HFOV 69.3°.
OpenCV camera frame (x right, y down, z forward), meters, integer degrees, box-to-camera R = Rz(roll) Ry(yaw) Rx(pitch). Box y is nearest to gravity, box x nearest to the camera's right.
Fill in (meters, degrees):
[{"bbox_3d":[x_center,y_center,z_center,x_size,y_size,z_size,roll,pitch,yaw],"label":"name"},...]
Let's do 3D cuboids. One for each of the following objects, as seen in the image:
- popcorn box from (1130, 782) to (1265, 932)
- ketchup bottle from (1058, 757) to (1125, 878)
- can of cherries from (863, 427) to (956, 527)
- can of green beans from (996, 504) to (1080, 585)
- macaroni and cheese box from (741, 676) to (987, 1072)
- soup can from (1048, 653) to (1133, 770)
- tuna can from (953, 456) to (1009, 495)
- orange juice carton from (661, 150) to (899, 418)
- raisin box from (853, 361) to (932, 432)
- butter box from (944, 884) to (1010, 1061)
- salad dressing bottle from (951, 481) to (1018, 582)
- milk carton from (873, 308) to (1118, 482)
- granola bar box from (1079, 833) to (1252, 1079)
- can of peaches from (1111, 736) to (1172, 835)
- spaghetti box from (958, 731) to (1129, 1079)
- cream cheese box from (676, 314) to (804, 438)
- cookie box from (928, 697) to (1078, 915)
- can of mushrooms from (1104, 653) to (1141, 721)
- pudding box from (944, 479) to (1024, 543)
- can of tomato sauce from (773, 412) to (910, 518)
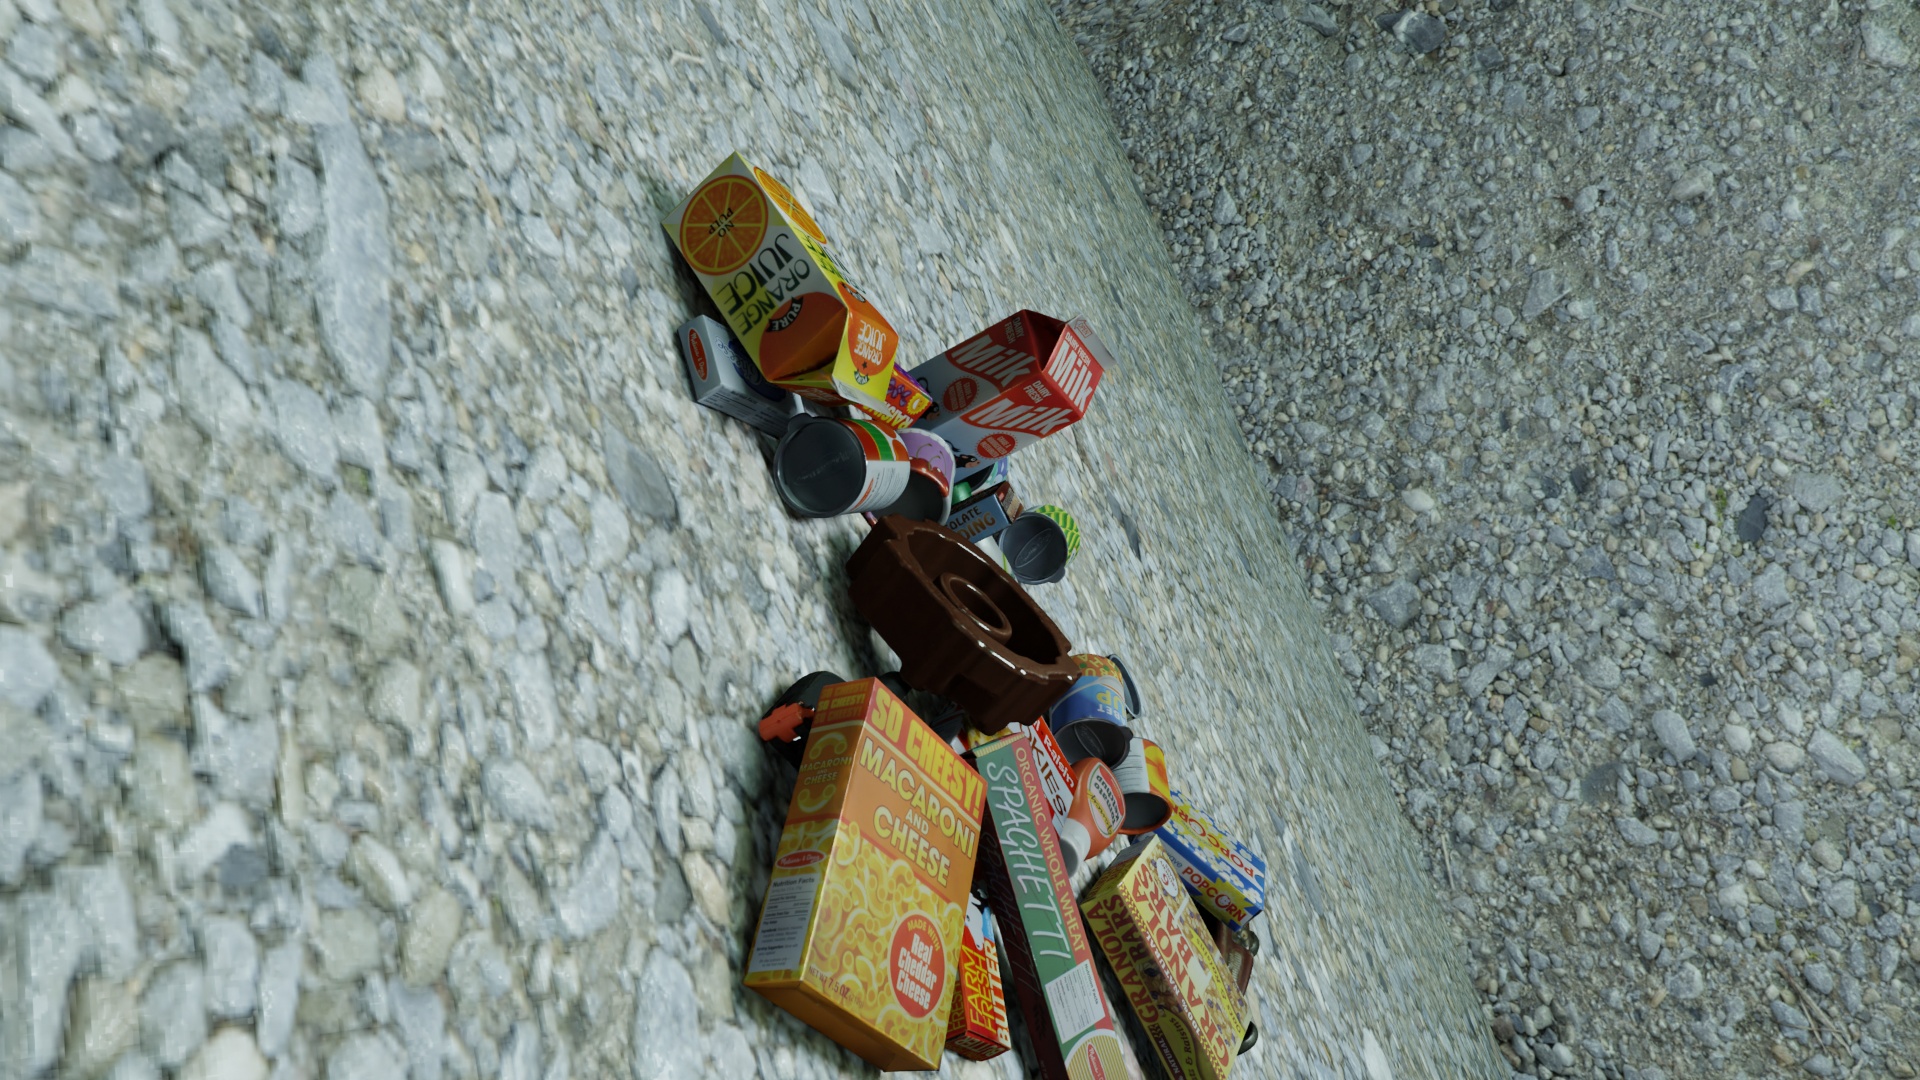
[{"bbox_3d":[0.218,0.286,1.269,0.127,0.038,0.085,40,20,0],"label":"popcorn box"},{"bbox_3d":[0.090,0.220,1.078,0.064,0.043,0.149,65,20,-1],"label":"ketchup bottle"},{"bbox_3d":[-0.041,-0.042,1.033,0.071,0.071,0.059,54,23,-27],"label":"can of cherries"},{"bbox_3d":[0.071,0.003,1.261,0.071,0.071,0.058,65,19,0],"label":"can of green beans"},{"bbox_3d":[-0.044,0.175,0.732,0.123,0.040,0.167,49,39,-38],"label":"macaroni and cheese box"},{"bbox_3d":[0.110,0.146,1.177,0.071,0.071,0.084,54,22,-29],"label":"soup can"},{"bbox_3d":[0.006,-0.070,1.179,0.033,0.071,0.071,24,44,-64],"label":"tuna can"},{"bbox_3d":[-0.109,-0.157,0.911,0.193,0.073,0.072,55,14,22],"label":"orange juice carton"},{"bbox_3d":[-0.084,-0.133,1.025,0.086,0.040,0.123,45,8,29],"label":"raisin box"},{"bbox_3d":[0.002,0.254,0.833,0.053,0.024,0.104,45,27,-46],"label":"butter box"},{"bbox_3d":[0.020,0.025,1.132,0.147,0.044,0.064,65,9,2],"label":"salad dressing bottle"},{"bbox_3d":[0.028,-0.117,1.108,0.072,0.190,0.074,42,29,-48],"label":"milk carton"},{"bbox_3d":[0.162,0.329,1.085,0.165,0.039,0.124,62,22,4],"label":"granola bar box"},{"bbox_3d":[0.148,0.213,1.198,0.071,0.071,0.058,50,24,-36],"label":"can of peaches"},{"bbox_3d":[0.052,0.248,0.887,0.050,0.028,0.250,-15,88,-41],"label":"spaghetti box"},{"bbox_3d":[-0.141,-0.105,0.908,0.104,0.024,0.053,22,47,-63],"label":"cream cheese box"},{"bbox_3d":[0.027,0.165,0.986,0.122,0.040,0.168,61,21,-9],"label":"cookie box"},{"bbox_3d":[0.142,0.143,1.322,0.071,0.033,0.071,52,23,-33],"label":"can of mushrooms"},{"bbox_3d":[0.004,-0.014,1.079,0.030,0.083,0.050,62,19,-7],"label":"pudding box"},{"bbox_3d":[-0.080,-0.052,0.939,0.071,0.071,0.083,66,18,4],"label":"can of tomato sauce"}]
